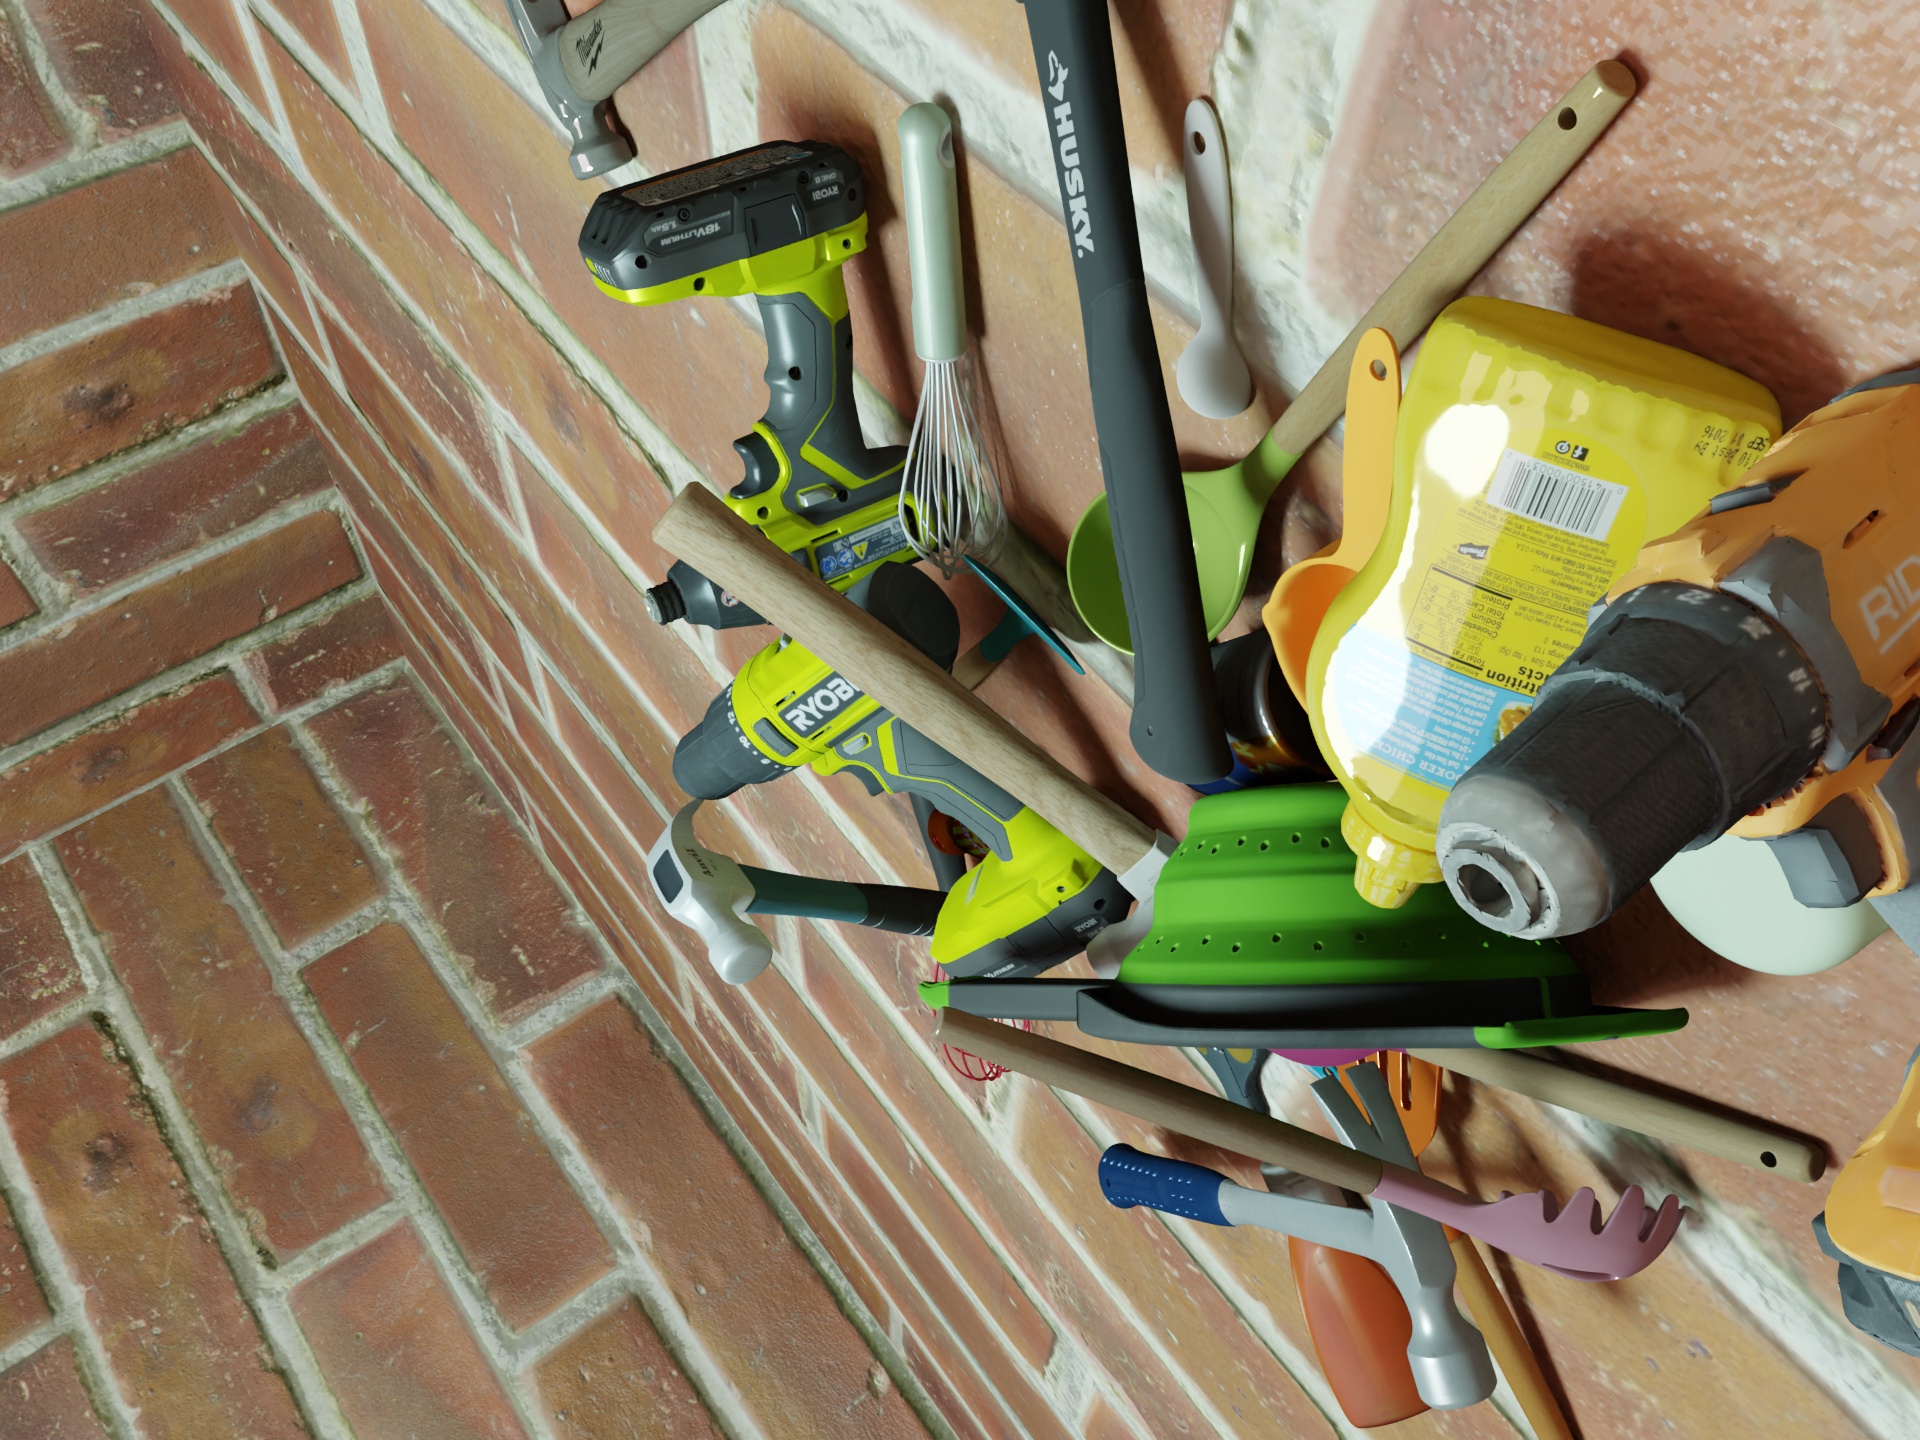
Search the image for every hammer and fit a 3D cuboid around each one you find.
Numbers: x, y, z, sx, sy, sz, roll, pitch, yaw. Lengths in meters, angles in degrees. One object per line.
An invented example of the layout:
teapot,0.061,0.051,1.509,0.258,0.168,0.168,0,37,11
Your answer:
hammer,0.060,-0.139,0.568,0.146,0.035,0.334,11,116,59
hammer,-0.150,-0.375,0.802,0.411,0.038,0.146,17,132,58
hammer,-0.001,-0.002,0.757,0.331,0.031,0.130,37,118,-12
hammer,-0.056,0.111,0.952,0.128,0.033,0.330,46,-163,33
hammer,0.153,0.259,0.872,0.405,0.035,0.144,140,114,-73

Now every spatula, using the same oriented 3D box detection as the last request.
spatula,0.256,0.263,0.782,0.081,0.041,0.322,1,124,60
spatula,0.002,-0.028,0.913,0.082,0.044,0.317,44,159,-2

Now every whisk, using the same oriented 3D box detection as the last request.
whisk,0.000,0.139,1.116,0.073,0.073,0.295,29,138,51
whisk,-0.009,-0.170,0.757,0.059,0.058,0.246,10,133,16

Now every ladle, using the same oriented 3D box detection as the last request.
ladle,0.118,-0.108,0.552,0.078,0.062,0.320,59,156,10

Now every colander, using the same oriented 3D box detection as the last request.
colander,0.099,0.083,0.681,0.397,0.204,0.094,-13,76,55

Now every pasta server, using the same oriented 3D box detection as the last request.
pasta server,0.139,0.163,0.625,0.316,0.040,0.060,21,159,-8

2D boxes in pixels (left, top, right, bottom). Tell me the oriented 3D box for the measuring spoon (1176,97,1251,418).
measuring spoon,0.088,-0.165,0.588,0.034,0.018,0.124,37,149,43

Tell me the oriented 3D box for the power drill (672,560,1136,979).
power drill,-0.030,0.042,0.858,0.190,0.080,0.228,-34,111,33

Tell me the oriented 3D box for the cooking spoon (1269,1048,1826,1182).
cooking spoon,0.217,0.144,0.691,0.319,0.017,0.068,7,104,58

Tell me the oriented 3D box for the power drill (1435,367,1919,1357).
power drill,0.219,0.053,0.377,0.226,0.185,0.084,59,157,-9

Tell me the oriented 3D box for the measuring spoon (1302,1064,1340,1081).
measuring spoon,0.163,0.146,0.842,0.129,0.021,0.042,44,150,11

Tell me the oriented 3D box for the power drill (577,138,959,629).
power drill,-0.100,-0.159,0.798,0.080,0.171,0.223,38,147,52

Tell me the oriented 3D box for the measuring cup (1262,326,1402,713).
measuring cup,0.154,-0.061,0.540,0.095,0.052,0.173,38,148,42

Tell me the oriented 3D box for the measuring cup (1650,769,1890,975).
measuring cup,0.222,0.007,0.496,0.167,0.038,0.083,54,158,6
